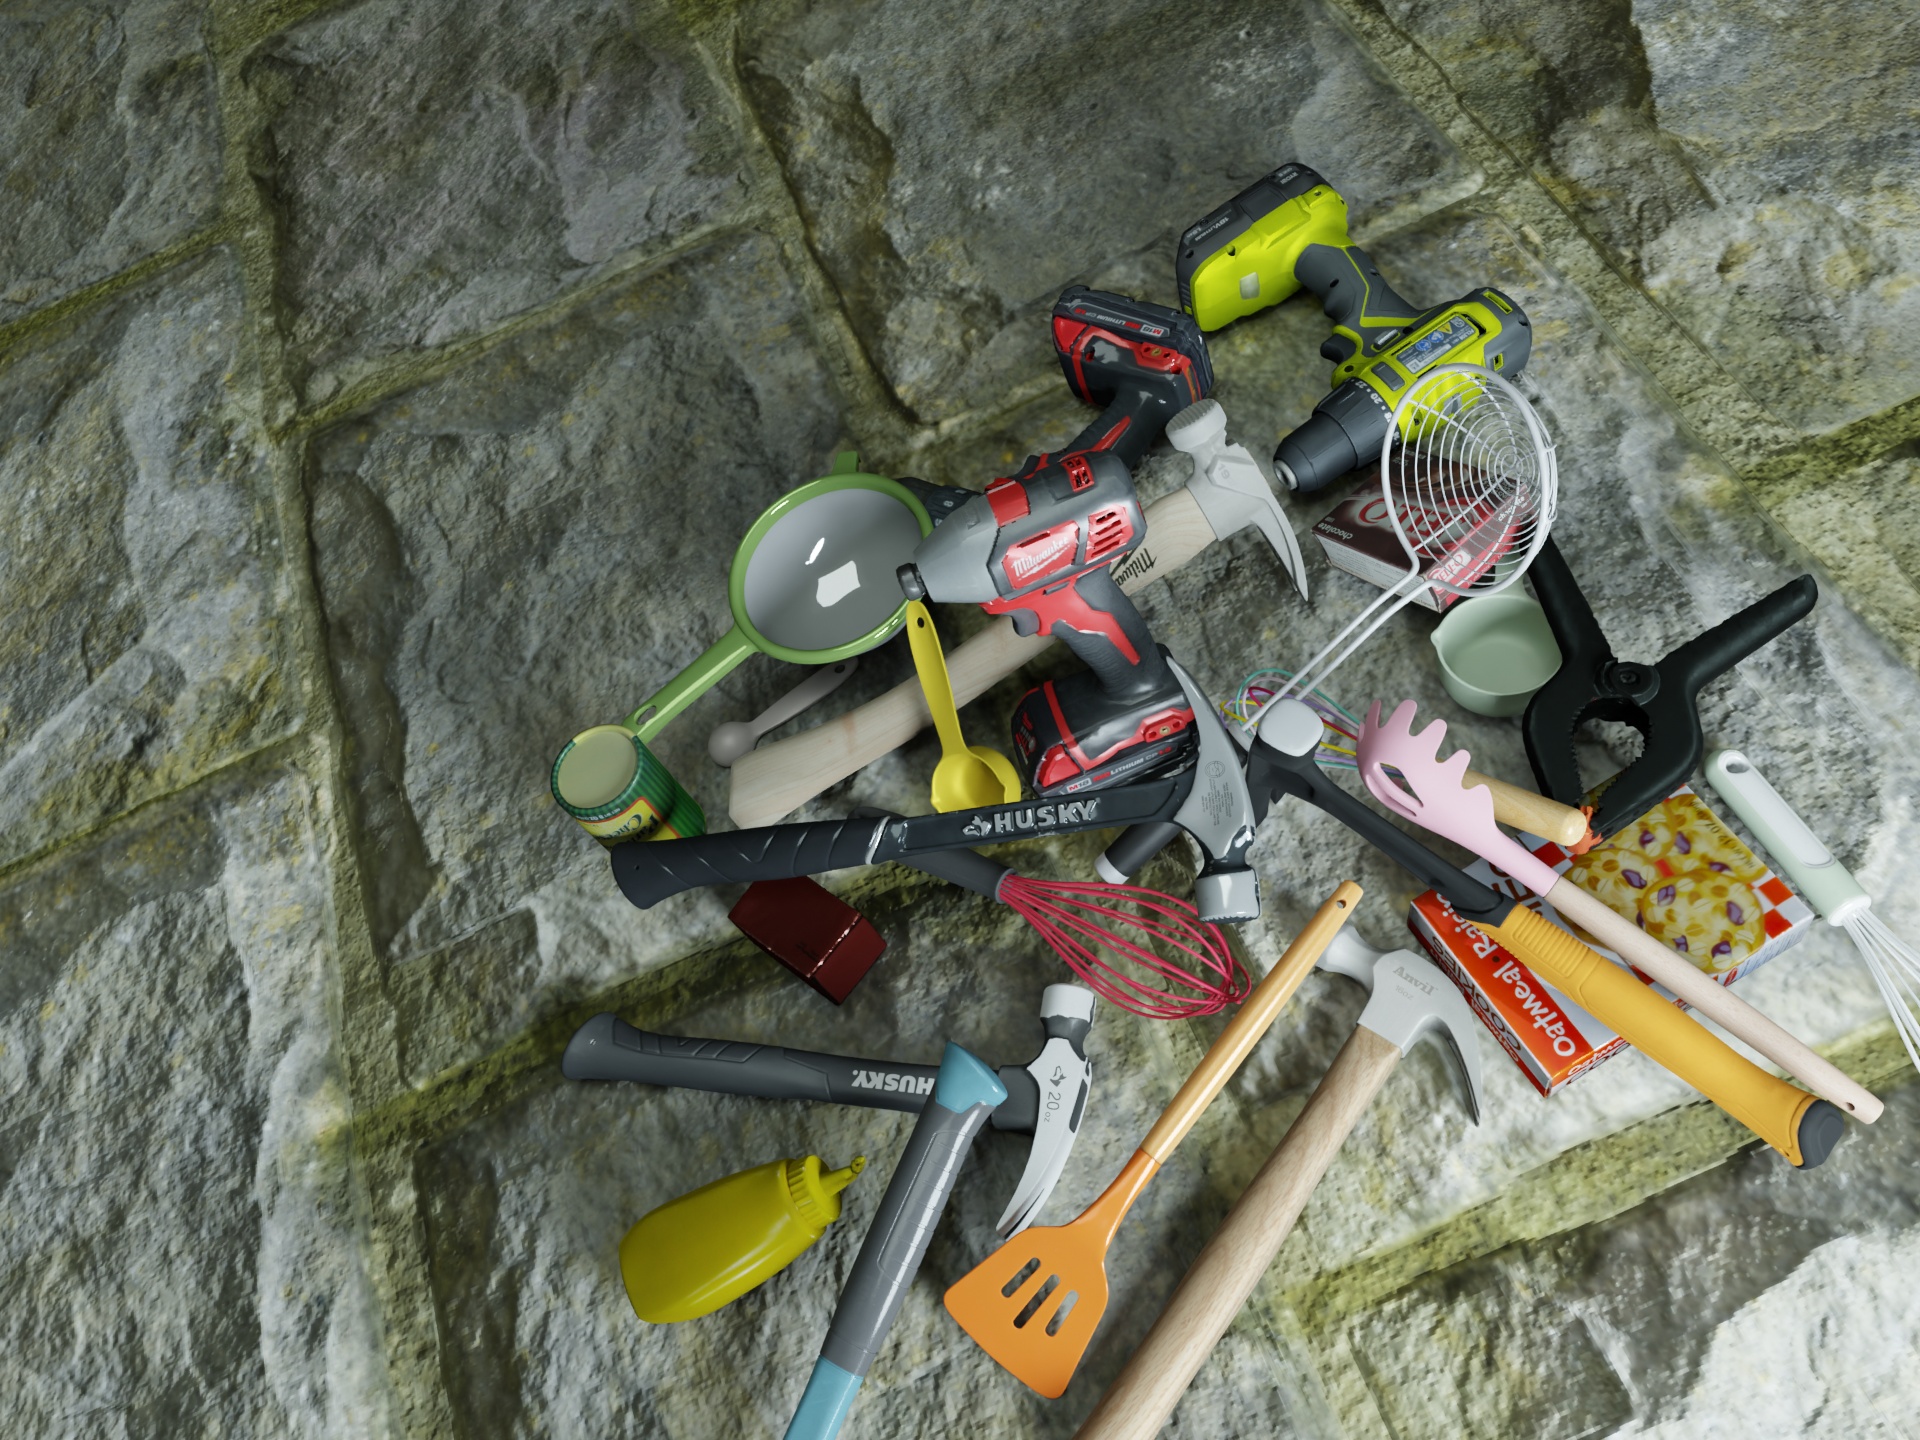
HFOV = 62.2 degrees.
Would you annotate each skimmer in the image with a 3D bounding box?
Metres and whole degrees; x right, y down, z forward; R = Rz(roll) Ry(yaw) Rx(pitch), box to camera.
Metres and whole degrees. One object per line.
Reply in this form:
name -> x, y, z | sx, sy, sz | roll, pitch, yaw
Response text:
skimmer -> 0.191, -0.040, 0.912 | 0.363, 0.090, 0.127 | -46, 50, 16

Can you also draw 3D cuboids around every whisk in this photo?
whisk -> 0.043, 0.108, 0.967 | 0.296, 0.073, 0.073 | 21, 69, 33
whisk -> 0.476, 0.107, 0.840 | 0.058, 0.059, 0.247 | -18, 51, -9
whisk -> 0.252, 0.021, 0.930 | 0.245, 0.047, 0.051 | 24, 84, 45

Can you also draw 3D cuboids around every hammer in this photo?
hammer -> -0.057, 0.334, 0.855 | 0.128, 0.033, 0.331 | 19, 77, 27
hammer -> 0.166, 0.265, 0.853 | 0.130, 0.031, 0.331 | 30, 73, 30
hammer -> -0.031, 0.063, 0.941 | 0.409, 0.036, 0.149 | -9, 77, 21
hammer -> -0.090, 0.220, 0.958 | 0.335, 0.035, 0.146 | 2, 61, 18
hammer -> 0.291, 0.114, 0.827 | 0.337, 0.127, 0.034 | 37, 75, 21
hammer -> 0.027, -0.037, 1.045 | 0.410, 0.146, 0.038 | -33, 21, 8

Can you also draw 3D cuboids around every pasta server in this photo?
pasta server -> 0.335, 0.098, 0.831 | 0.316, 0.060, 0.040 | 37, 56, 15

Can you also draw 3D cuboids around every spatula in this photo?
spatula -> 0.117, 0.216, 0.864 | 0.081, 0.041, 0.322 | 38, 82, 13

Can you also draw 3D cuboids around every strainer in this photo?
strainer -> -0.120, -0.059, 1.098 | 0.256, 0.069, 0.152 | -40, 57, -3

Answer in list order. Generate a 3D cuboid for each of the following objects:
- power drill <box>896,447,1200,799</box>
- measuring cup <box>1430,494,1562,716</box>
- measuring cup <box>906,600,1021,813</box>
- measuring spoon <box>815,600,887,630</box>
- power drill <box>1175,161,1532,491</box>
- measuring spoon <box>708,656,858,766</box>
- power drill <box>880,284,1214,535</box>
power drill -> 0.057, -0.050, 0.951 | 0.143, 0.219, 0.079 | -22, 43, 3
measuring cup -> 0.342, -0.074, 0.995 | 0.083, 0.038, 0.168 | 6, 56, 19
measuring cup -> -0.002, -0.003, 1.016 | 0.062, 0.029, 0.156 | -14, 93, 38
measuring spoon -> -0.109, -0.071, 1.147 | 0.117, 0.011, 0.021 | -8, 59, 13
power drill -> 0.253, -0.273, 1.114 | 0.190, 0.080, 0.229 | -34, 59, -4
measuring spoon -> -0.125, -0.012, 1.113 | 0.124, 0.018, 0.034 | -35, 57, -5
power drill -> 0.059, -0.196, 1.132 | 0.188, 0.080, 0.227 | 22, 73, 27
